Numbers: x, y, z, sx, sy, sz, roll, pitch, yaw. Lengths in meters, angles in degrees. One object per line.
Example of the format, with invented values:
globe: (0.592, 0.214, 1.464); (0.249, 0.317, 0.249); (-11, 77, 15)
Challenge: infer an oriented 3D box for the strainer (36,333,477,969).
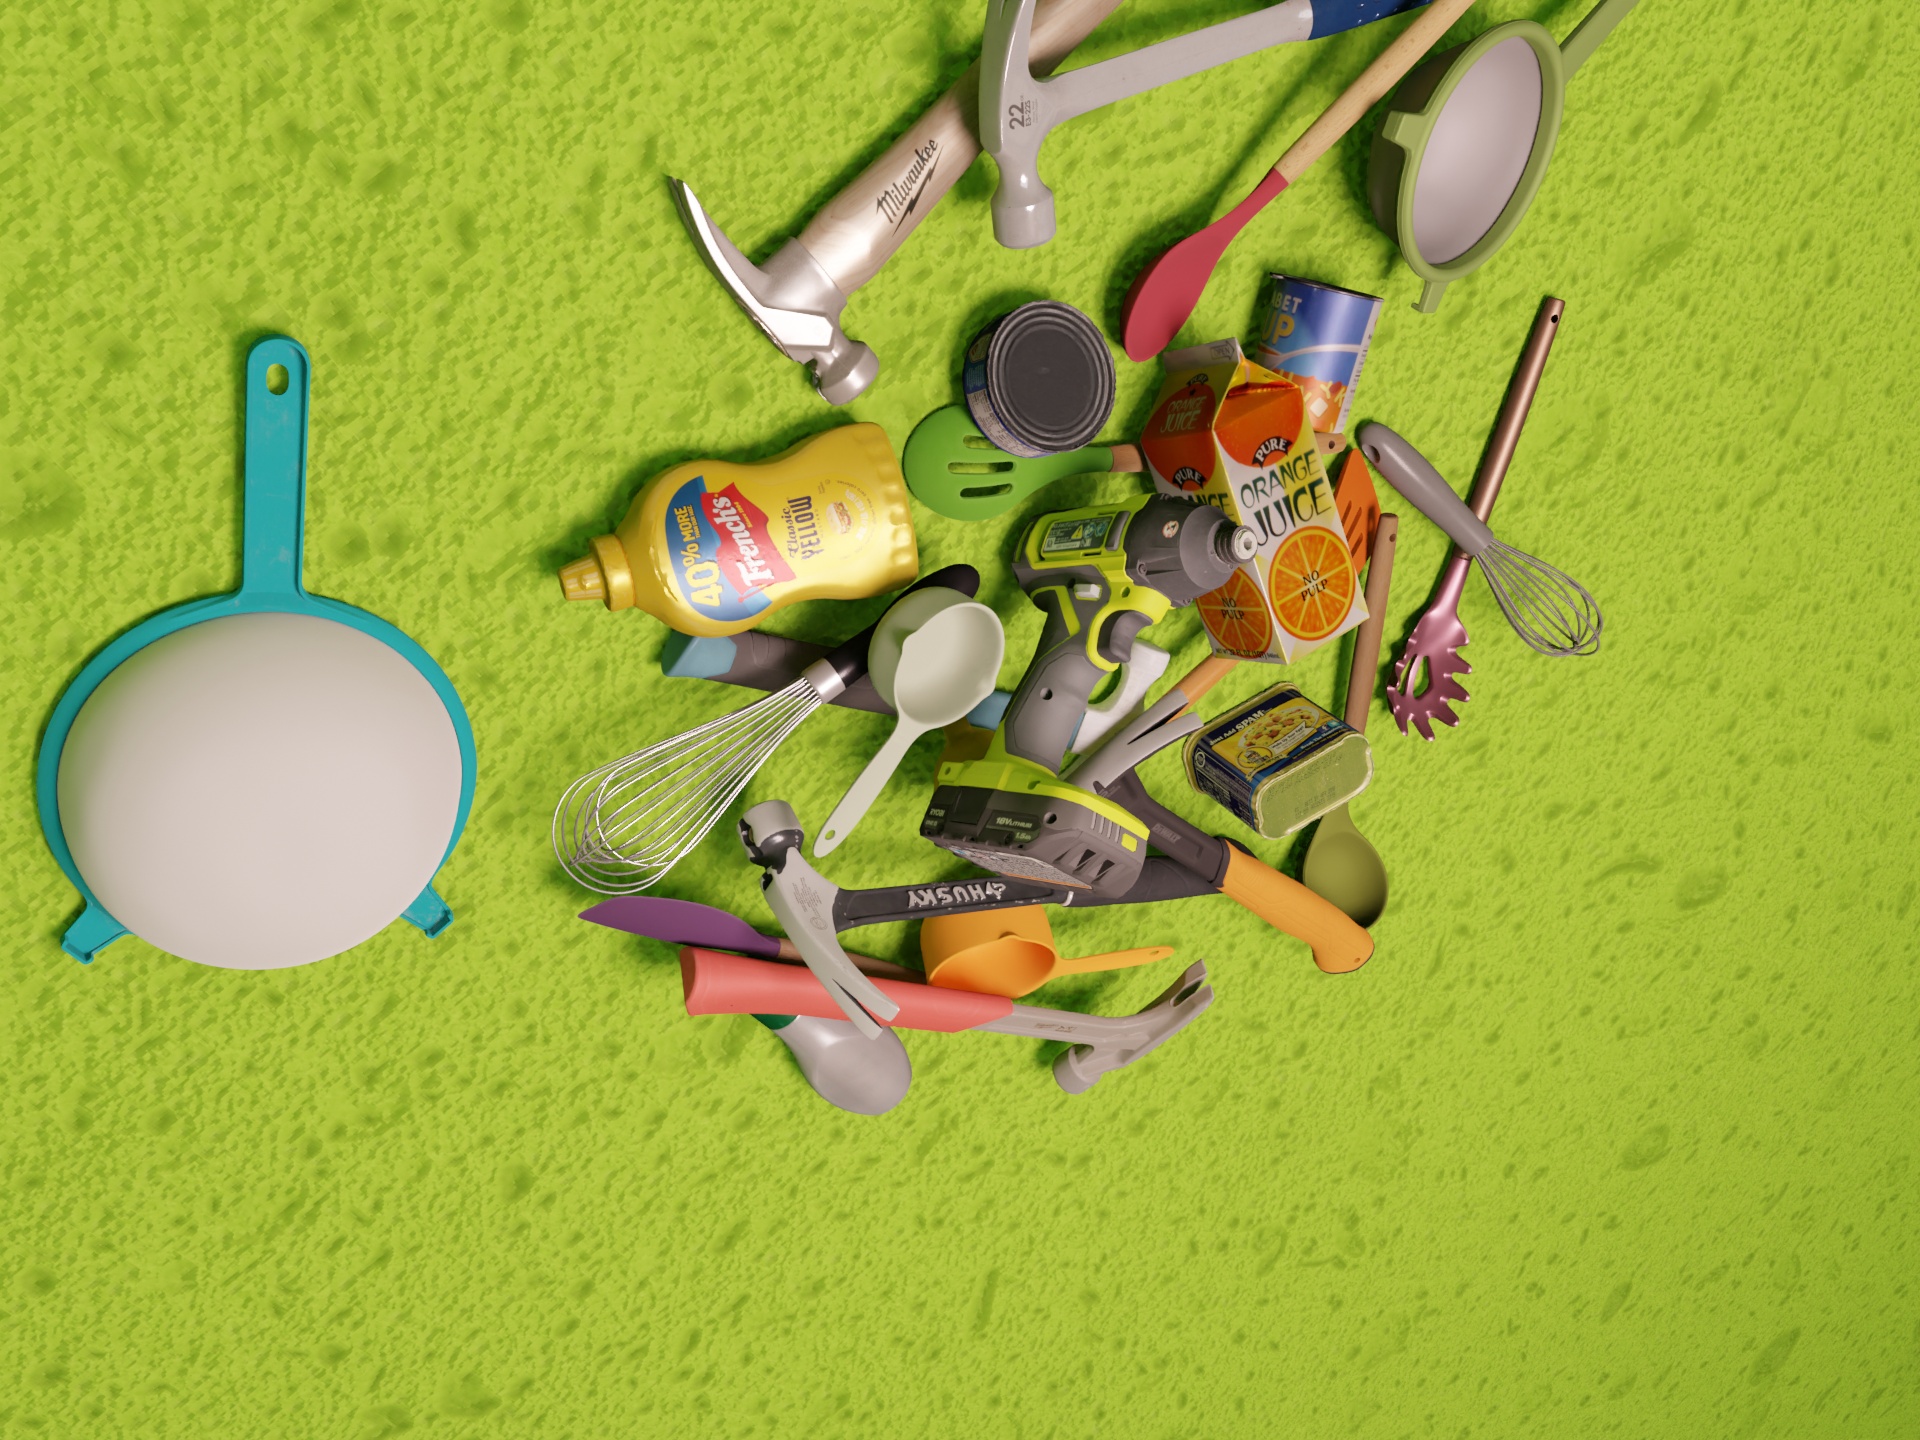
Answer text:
strainer: (-0.333, -0.010, 0.777); (0.211, 0.095, 0.340); (-1, 115, -27)

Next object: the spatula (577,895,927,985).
spatula: (-0.096, 0.145, 0.988); (0.060, 0.018, 0.315); (-24, 149, 33)

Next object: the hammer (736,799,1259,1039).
hammer: (0.057, 0.110, 1.016); (0.408, 0.149, 0.036); (0, 139, -41)

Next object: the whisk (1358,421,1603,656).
whisk: (0.355, -0.122, 1.087); (0.238, 0.055, 0.055); (39, 92, -17)

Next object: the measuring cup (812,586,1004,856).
measuring cup: (-0.041, -0.001, 0.882); (0.083, 0.038, 0.167); (28, 99, -49)

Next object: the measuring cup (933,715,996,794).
measuring cup: (-0.002, -0.003, 0.955); (0.062, 0.029, 0.156); (-30, 121, -13)

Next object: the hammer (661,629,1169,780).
hammer: (-0.023, -0.017, 0.976); (0.330, 0.033, 0.128); (12, 106, -31)

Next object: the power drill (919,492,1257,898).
power drill: (0.073, -0.021, 0.896); (0.080, 0.171, 0.223); (29, 74, -34)

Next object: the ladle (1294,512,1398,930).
ladle: (0.287, 0.009, 1.128); (0.078, 0.062, 0.320); (-13, 121, -27)

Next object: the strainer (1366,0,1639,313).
strainer: (0.324, -0.384, 0.963); (0.256, 0.069, 0.151); (-48, 143, -10)

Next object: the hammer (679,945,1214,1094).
hammer: (-0.010, 0.179, 1.009); (0.358, 0.037, 0.149); (15, 135, -34)

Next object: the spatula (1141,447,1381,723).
spatula: (0.172, -0.048, 1.043); (0.322, 0.041, 0.080); (-41, 131, -9)

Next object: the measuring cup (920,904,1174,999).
measuring cup: (0.057, 0.144, 1.062); (0.173, 0.052, 0.095); (-3, 142, -18)

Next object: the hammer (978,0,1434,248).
hammer: (0.180, -0.389, 0.871); (0.405, 0.035, 0.144); (-27, 132, -22)

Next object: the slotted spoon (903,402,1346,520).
slotted spoon: (0.113, -0.165, 0.981); (0.313, 0.031, 0.070); (-8, 112, -26)

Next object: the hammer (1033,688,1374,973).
hammer: (0.187, 0.095, 1.041); (0.127, 0.034, 0.336); (-43, 134, 15)

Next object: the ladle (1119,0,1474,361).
ladle: (0.202, -0.330, 0.906); (0.315, 0.031, 0.069); (-44, 158, 14)

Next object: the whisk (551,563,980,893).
whisk: (-0.104, -0.004, 0.889); (0.284, 0.070, 0.070); (-37, 125, -11)

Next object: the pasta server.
pasta server: (0.367, -0.139, 1.120); (0.060, 0.040, 0.316); (11, 107, -16)

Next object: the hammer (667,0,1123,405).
hammer: (0.031, -0.360, 0.838); (0.410, 0.038, 0.146); (-45, 124, -2)
